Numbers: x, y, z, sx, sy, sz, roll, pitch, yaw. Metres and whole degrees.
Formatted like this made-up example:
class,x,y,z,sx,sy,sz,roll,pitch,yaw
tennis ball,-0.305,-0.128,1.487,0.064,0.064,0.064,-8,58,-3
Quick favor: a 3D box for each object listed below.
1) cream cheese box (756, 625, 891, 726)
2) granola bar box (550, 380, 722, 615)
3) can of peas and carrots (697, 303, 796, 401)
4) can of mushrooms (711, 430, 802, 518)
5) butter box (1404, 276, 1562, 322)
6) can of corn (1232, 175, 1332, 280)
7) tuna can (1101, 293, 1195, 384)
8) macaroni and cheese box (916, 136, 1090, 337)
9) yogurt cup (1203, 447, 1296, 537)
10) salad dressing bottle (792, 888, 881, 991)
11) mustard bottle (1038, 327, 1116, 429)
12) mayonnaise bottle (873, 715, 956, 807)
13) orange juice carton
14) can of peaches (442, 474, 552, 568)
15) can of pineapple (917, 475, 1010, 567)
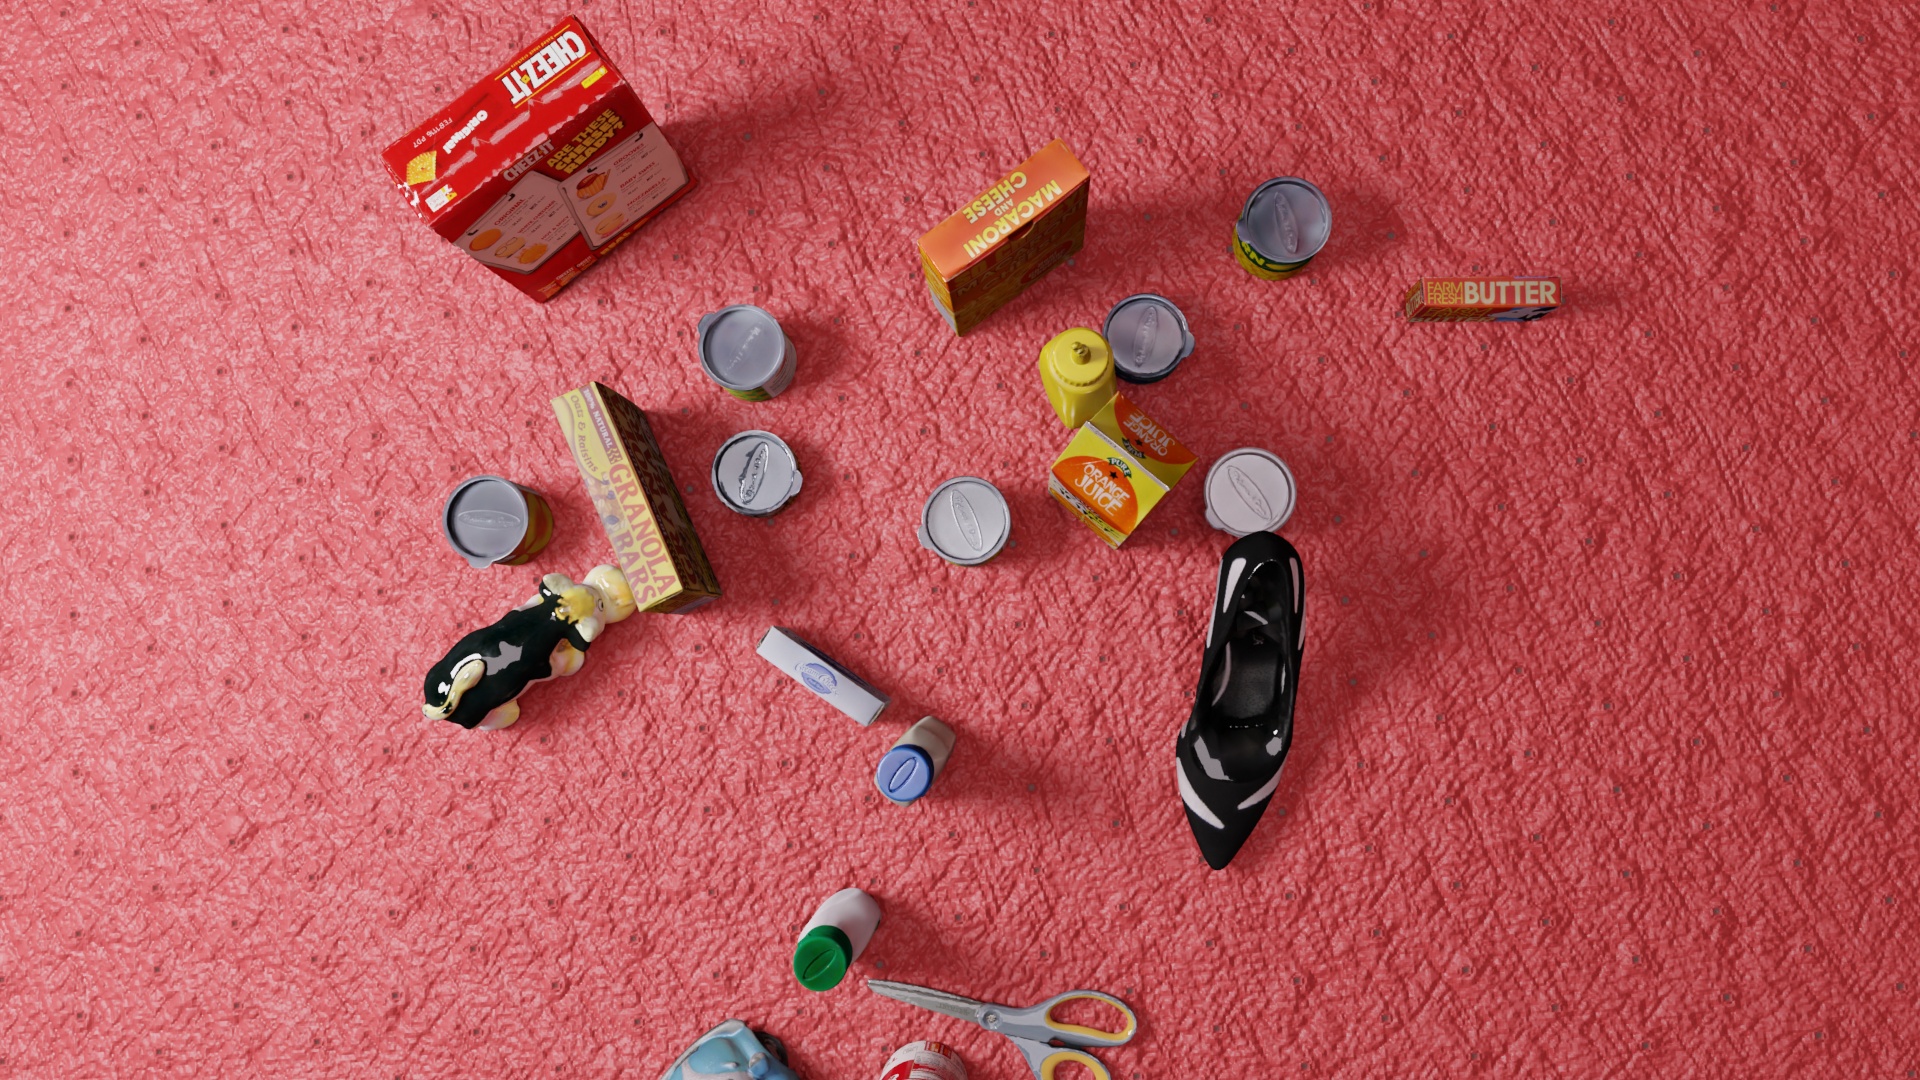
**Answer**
class,x,y,z,sx,sy,sz,roll,pitch,yaw
cream cheese box,-0.103,0.102,1.050,0.104,0.053,0.024,34,88,5
granola bar box,-0.237,-0.028,1.032,0.039,0.124,0.165,-25,85,1
can of peas and carrots,-0.165,-0.145,1.071,0.071,0.058,0.071,0,85,3
can of mushrooms,-0.155,-0.050,1.075,0.071,0.033,0.071,0,85,3
butter box,0.394,-0.182,1.052,0.103,0.053,0.024,0,86,3
can of corn,0.242,-0.236,1.060,0.071,0.058,0.071,0,85,3
tuna can,0.144,-0.154,1.071,0.071,0.033,0.071,0,85,3
macaroni and cheese box,0.034,-0.216,1.014,0.124,0.166,0.040,-36,85,0
yogurt cup,0.215,-0.034,1.047,0.072,0.054,0.072,0,85,3
salad dressing bottle,-0.090,0.284,0.986,0.064,0.147,0.044,-42,85,-1
mustard bottle,0.087,-0.122,1.007,0.049,0.160,0.065,-24,85,1
mayonnaise bottle,-0.034,0.160,0.994,0.041,0.148,0.065,37,88,5
orange juice carton,0.112,-0.048,0.983,0.072,0.192,0.073,41,89,5
can of peaches,-0.355,-0.012,1.069,0.071,0.058,0.071,0,85,3
can of pineapple,0.004,-0.013,1.053,0.071,0.058,0.071,0,85,3
